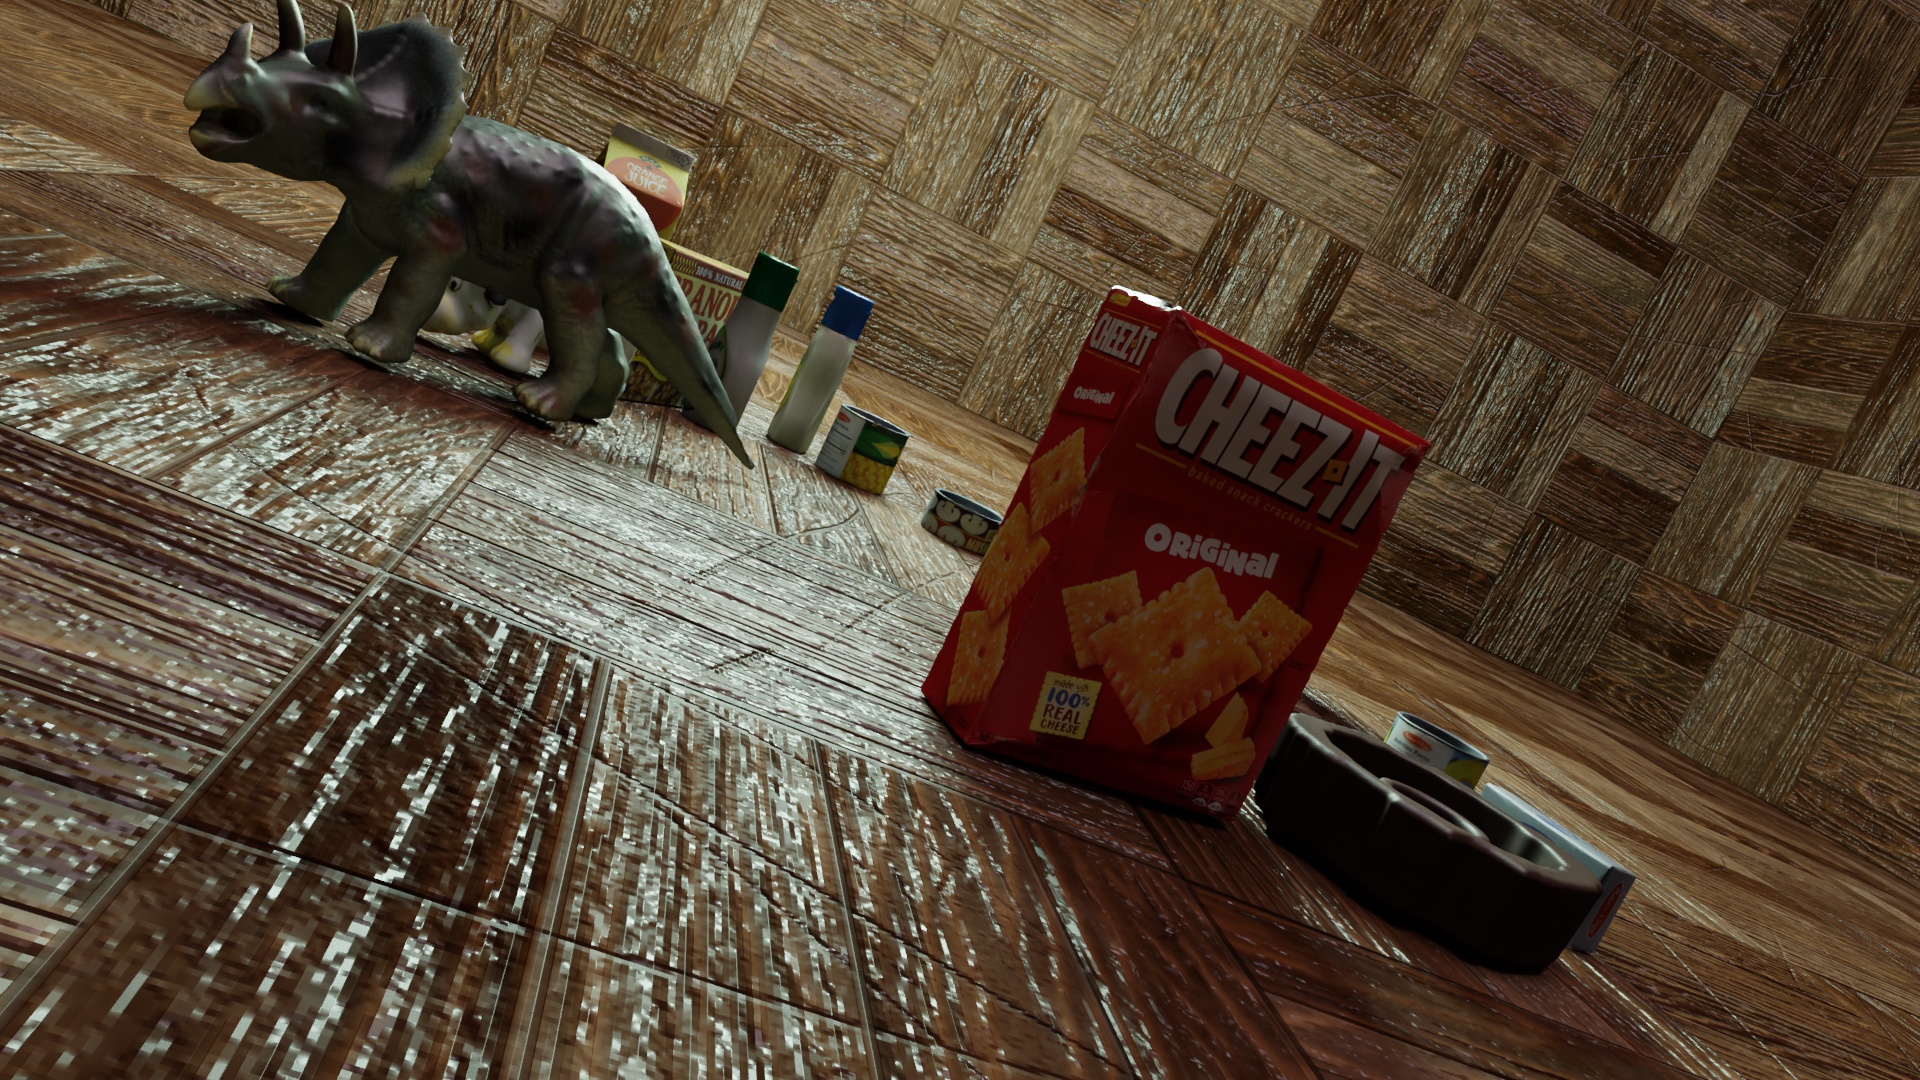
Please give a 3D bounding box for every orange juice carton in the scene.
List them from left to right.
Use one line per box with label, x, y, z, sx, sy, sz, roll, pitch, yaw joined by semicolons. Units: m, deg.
orange juice carton;-0.292;-0.246;1.158;0.072;0.192;0.073;22;9;-27

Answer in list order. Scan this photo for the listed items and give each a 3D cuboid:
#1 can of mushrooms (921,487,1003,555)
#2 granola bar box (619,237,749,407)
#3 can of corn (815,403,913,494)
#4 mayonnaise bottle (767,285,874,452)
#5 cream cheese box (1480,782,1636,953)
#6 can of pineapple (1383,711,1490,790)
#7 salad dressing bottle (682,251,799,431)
can of mushrooms;0.004;-0.015;1.162;0.071;0.033;0.071;25;8;-4
granola bar box;-0.230;-0.172;1.119;0.039;0.124;0.166;28;8;13
can of corn;-0.084;-0.079;1.212;0.071;0.058;0.071;25;8;-4
mayonnaise bottle;-0.124;-0.152;1.234;0.041;0.148;0.065;25;8;-9
cream cheese box;0.340;0.191;0.820;0.024;0.053;0.104;22;9;-27
can of pineapple;0.316;0.158;0.943;0.071;0.057;0.071;25;8;-4
salad dressing bottle;-0.177;-0.160;1.128;0.044;0.147;0.064;21;9;-31
